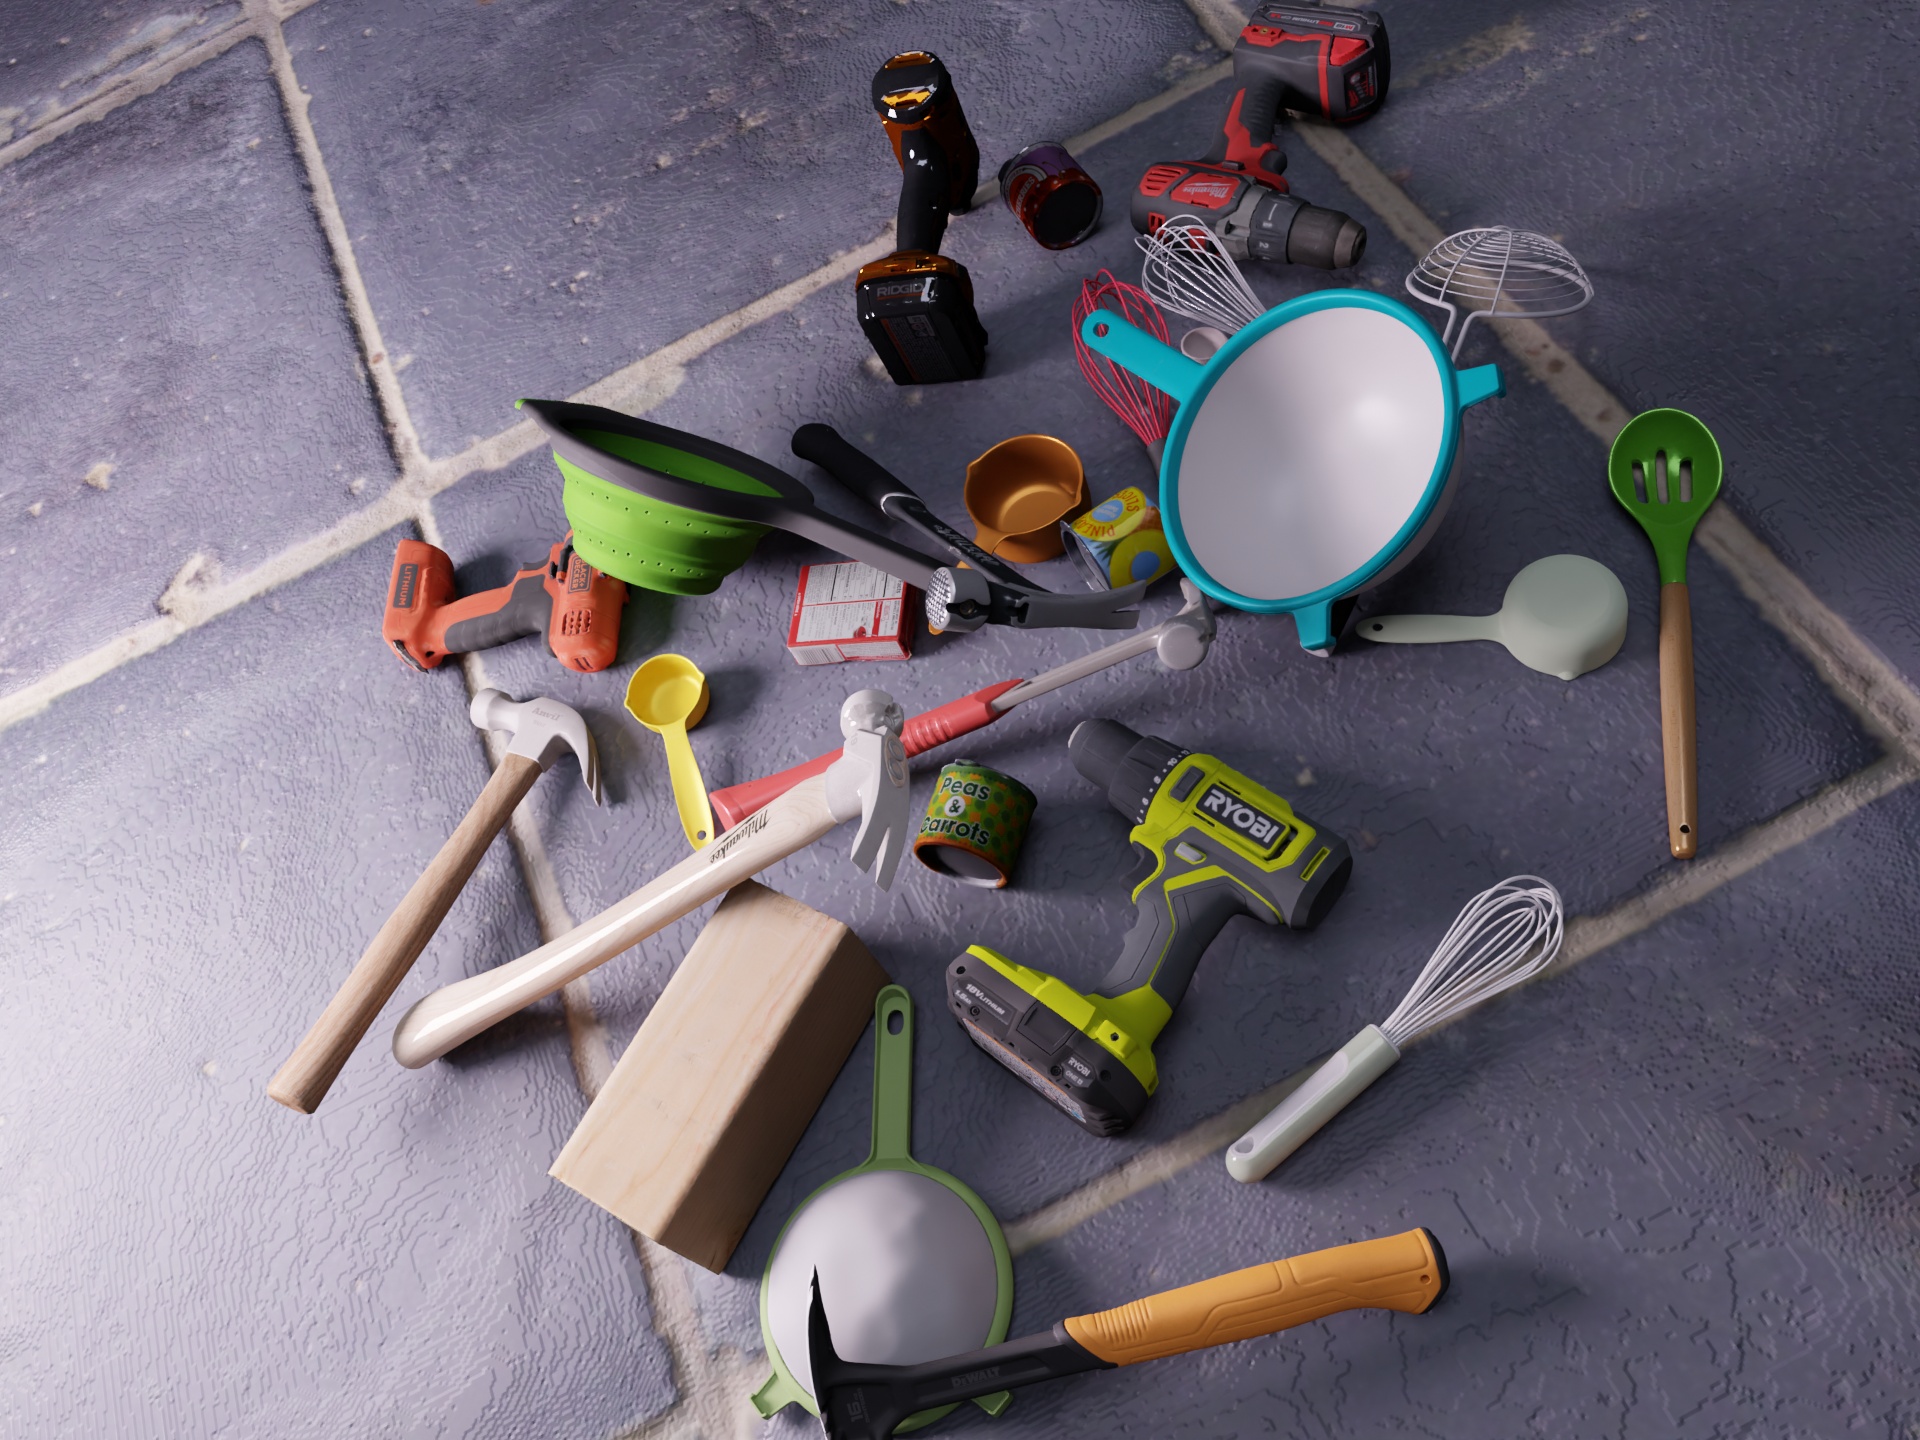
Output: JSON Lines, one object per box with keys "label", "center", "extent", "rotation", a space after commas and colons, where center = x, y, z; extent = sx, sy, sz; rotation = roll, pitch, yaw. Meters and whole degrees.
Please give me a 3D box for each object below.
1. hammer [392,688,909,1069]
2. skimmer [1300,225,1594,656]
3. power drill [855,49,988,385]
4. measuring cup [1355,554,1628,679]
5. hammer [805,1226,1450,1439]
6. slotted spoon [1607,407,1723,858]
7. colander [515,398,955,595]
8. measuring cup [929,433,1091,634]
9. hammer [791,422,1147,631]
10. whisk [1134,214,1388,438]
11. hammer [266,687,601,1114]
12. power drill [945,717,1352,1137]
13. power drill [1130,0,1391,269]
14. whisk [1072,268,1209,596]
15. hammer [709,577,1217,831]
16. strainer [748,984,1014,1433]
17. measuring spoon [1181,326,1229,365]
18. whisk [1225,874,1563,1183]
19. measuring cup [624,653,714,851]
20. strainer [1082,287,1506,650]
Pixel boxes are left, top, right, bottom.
{"label": "hammer", "center": [-0.202, 0.128, 0.978], "extent": [0.410, 0.038, 0.146], "rotation": [-31, 33, 21]}
{"label": "skimmer", "center": [0.324, -0.195, 1.104], "extent": [0.127, 0.090, 0.363], "rotation": [20, 78, 29]}
{"label": "power drill", "center": [-0.023, -0.384, 1.256], "extent": [0.084, 0.164, 0.227], "rotation": [-3, 72, 15]}
{"label": "measuring cup", "center": [0.339, -0.069, 1.018], "extent": [0.167, 0.038, 0.083], "rotation": [-1, 60, 13]}
{"label": "hammer", "center": [0.088, 0.313, 0.832], "extent": [0.337, 0.034, 0.127], "rotation": [-13, 101, -1]}
{"label": "slotted spoon", "center": [0.443, -0.060, 0.992], "extent": [0.070, 0.031, 0.314], "rotation": [1, 63, 17]}
{"label": "colander", "center": [-0.146, -0.118, 1.124], "extent": [0.397, 0.204, 0.094], "rotation": [25, 106, 20]}
{"label": "measuring cup", "center": [0.030, -0.121, 1.134], "extent": [0.095, 0.052, 0.174], "rotation": [22, 72, 27]}
{"label": "hammer", "center": [-0.025, -0.140, 1.077], "extent": [0.149, 0.036, 0.409], "rotation": [2, 22, -27]}
{"label": "whisk", "center": [0.214, -0.282, 1.143], "extent": [0.070, 0.070, 0.285], "rotation": [-33, 52, -5]}
{"label": "hammer", "center": [-0.358, 0.118, 1.092], "extent": [0.130, 0.031, 0.331], "rotation": [14, 57, 22]}
{"label": "power drill", "center": [0.097, 0.113, 0.960], "extent": [0.191, 0.080, 0.228], "rotation": [32, 71, 27]}
{"label": "power drill", "center": [0.260, -0.450, 1.247], "extent": [0.188, 0.080, 0.227], "rotation": [23, 72, 26]}
{"label": "whisk", "center": [0.140, -0.213, 1.153], "extent": [0.073, 0.073, 0.296], "rotation": [-18, 62, 5]}
{"label": "hammer", "center": [-0.002, -0.003, 1.059], "extent": [0.359, 0.149, 0.036], "rotation": [-23, 101, 13]}
{"label": "strainer", "center": [-0.049, 0.268, 0.915], "extent": [0.151, 0.069, 0.257], "rotation": [-6, 60, 13]}
{"label": "measuring spoon", "center": [0.225, -0.268, 1.188], "extent": [0.124, 0.018, 0.034], "rotation": [15, 60, 16]}
{"label": "whisk", "center": [0.246, 0.176, 0.899], "extent": [0.246, 0.059, 0.058], "rotation": [-40, 19, -4]}
{"label": "measuring cup", "center": [-0.195, 0.026, 1.133], "extent": [0.062, 0.029, 0.157], "rotation": [-20, 69, 4]}
{"label": "strainer", "center": [0.205, -0.192, 1.059], "extent": [0.211, 0.095, 0.341], "rotation": [-58, 45, 13]}
